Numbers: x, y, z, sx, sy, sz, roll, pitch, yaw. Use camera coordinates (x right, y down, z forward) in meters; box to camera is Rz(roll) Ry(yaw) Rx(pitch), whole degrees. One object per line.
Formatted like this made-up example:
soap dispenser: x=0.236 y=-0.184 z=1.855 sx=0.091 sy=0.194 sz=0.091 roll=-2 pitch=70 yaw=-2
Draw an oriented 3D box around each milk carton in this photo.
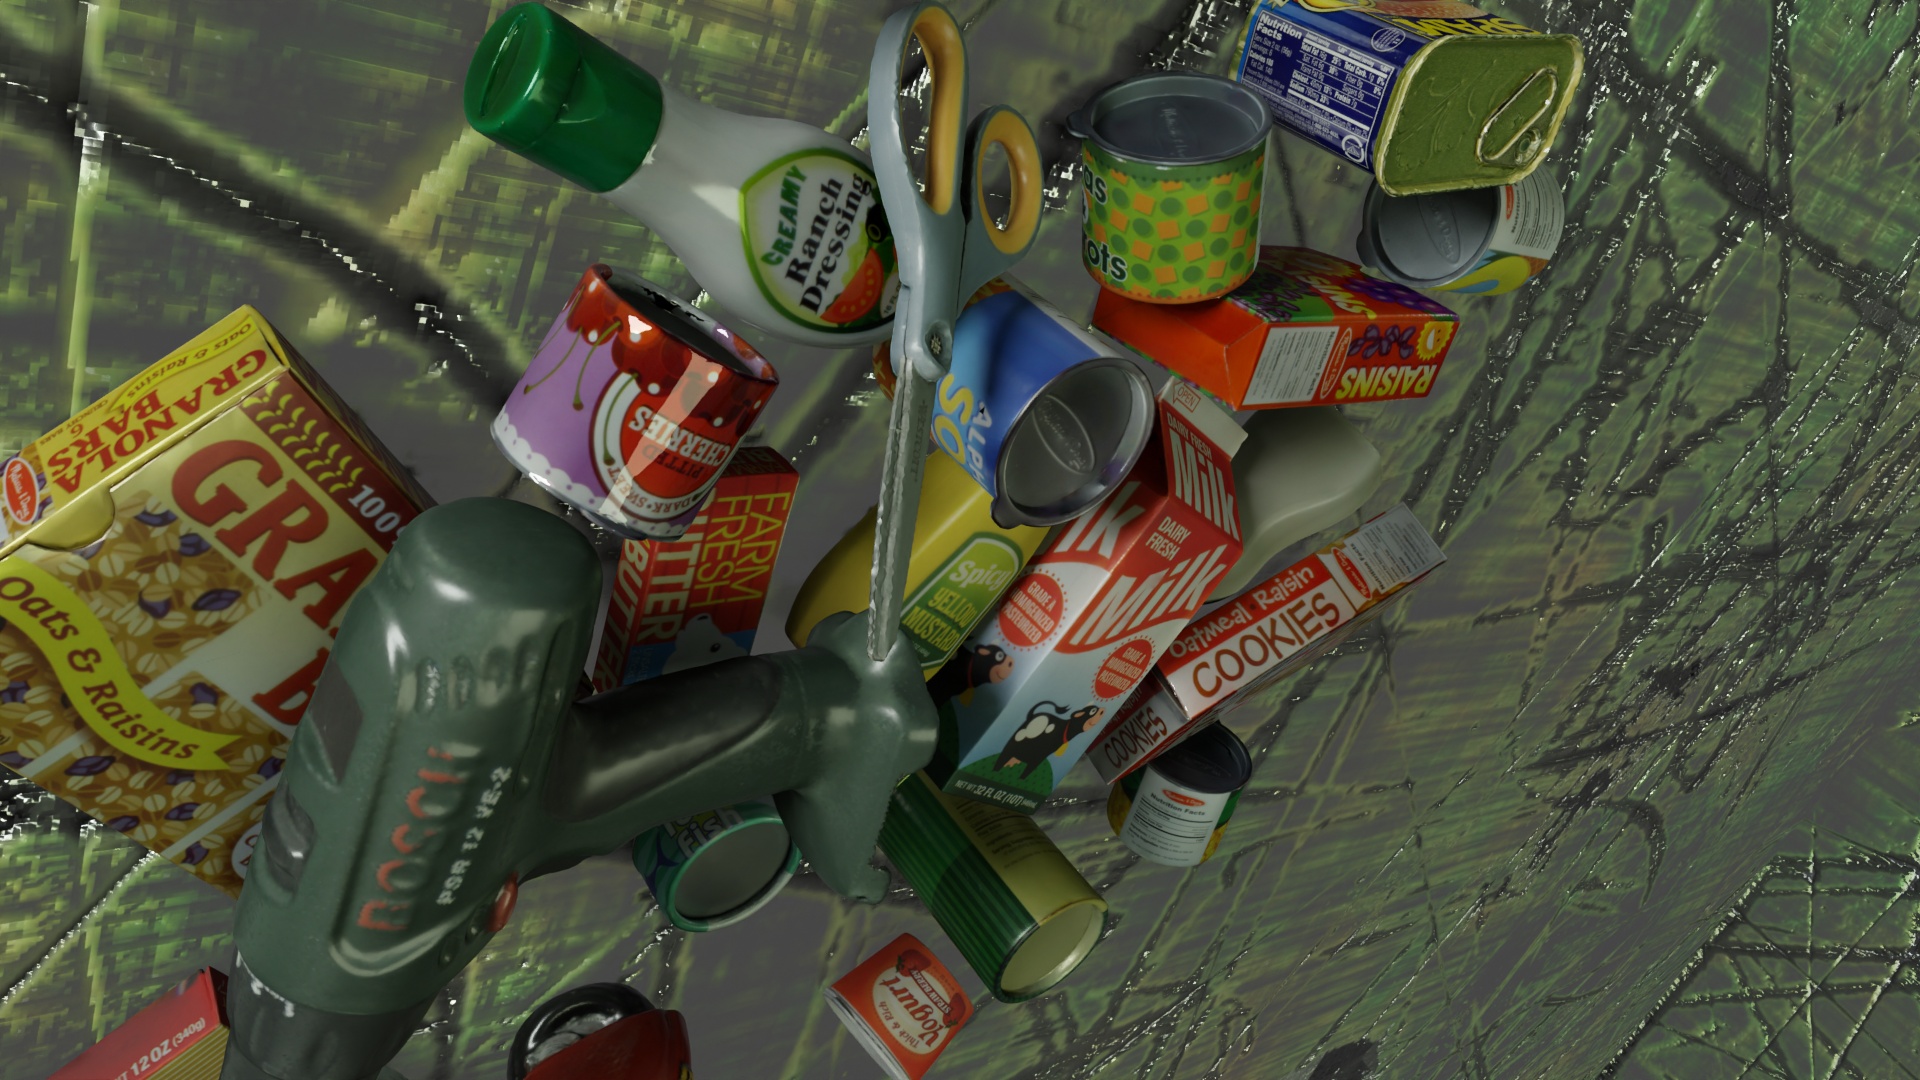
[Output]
milk carton: x=0.049 y=0.018 z=0.591 sx=0.190 sy=0.073 sz=0.072 roll=-52 pitch=140 yaw=7

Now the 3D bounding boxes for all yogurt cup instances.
yogurt cup: x=-0.030 y=0.243 z=0.725 sx=0.054 sy=0.072 sz=0.072 roll=-40 pitch=141 yaw=-20

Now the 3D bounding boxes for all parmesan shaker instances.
parmesan shaker: x=0.011 y=0.158 z=0.654 sx=0.071 sy=0.103 sz=0.071 roll=-24 pitch=136 yaw=-25

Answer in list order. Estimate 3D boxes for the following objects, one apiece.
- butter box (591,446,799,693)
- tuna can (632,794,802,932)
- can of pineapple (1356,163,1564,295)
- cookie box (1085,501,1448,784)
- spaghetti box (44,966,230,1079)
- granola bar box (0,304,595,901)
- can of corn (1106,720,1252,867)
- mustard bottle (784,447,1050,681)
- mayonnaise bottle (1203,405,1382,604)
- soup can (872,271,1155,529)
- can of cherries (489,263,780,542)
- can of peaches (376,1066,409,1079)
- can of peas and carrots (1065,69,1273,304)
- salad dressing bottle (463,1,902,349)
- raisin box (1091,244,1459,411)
butter box: x=-0.096 y=0.015 z=0.500 sx=0.053 sy=0.024 sz=0.103 roll=-6 pitch=127 yaw=-39
tuna can: x=-0.102 y=0.129 z=0.585 sx=0.071 sy=0.033 sz=0.070 roll=-24 pitch=137 yaw=-25
can of pineapple: x=0.221 y=-0.143 z=0.615 sx=0.058 sy=0.071 sz=0.070 roll=-3 pitch=125 yaw=-40
cookie box: x=0.146 y=0.053 z=0.699 sx=0.168 sy=0.040 sz=0.122 roll=-27 pitch=164 yaw=-23
spaghetti box: x=-0.347 y=0.241 z=0.467 sx=0.251 sy=0.029 sz=0.050 roll=-36 pitch=139 yaw=-12
granola bar box: x=-0.202 y=0.031 z=0.407 sx=0.124 sy=0.039 sz=0.164 roll=-38 pitch=141 yaw=-10
can of corn: x=0.120 y=0.134 z=0.763 sx=0.071 sy=0.071 sz=0.058 roll=-11 pitch=130 yaw=-35
mustard bottle: x=0.002 y=-0.007 z=0.548 sx=0.160 sy=0.049 sz=0.065 roll=-48 pitch=144 yaw=3
mayonnaise bottle: x=0.122 y=-0.006 z=0.648 sx=0.148 sy=0.065 sz=0.041 roll=-38 pitch=148 yaw=-3
soup can: x=0.015 y=-0.053 z=0.492 sx=0.071 sy=0.084 sz=0.071 roll=-23 pitch=136 yaw=-25
can of cherries: x=-0.095 y=-0.040 z=0.415 sx=0.071 sy=0.072 sz=0.058 roll=23 pitch=106 yaw=-49
can of peaches: x=-0.236 y=0.234 z=0.515 sx=0.071 sy=0.071 sz=0.058 roll=-35 pitch=178 yaw=-12
can of peas and carrots: x=0.074 y=-0.126 z=0.498 sx=0.071 sy=0.071 sz=0.058 roll=-27 pitch=138 yaw=-22
salad dressing bottle: x=-0.070 y=-0.102 z=0.404 sx=0.147 sy=0.044 sz=0.064 roll=21 pitch=92 yaw=-49
raisin box: x=0.128 y=-0.089 z=0.559 sx=0.124 sy=0.086 sz=0.040 roll=-7 pitch=123 yaw=-38
